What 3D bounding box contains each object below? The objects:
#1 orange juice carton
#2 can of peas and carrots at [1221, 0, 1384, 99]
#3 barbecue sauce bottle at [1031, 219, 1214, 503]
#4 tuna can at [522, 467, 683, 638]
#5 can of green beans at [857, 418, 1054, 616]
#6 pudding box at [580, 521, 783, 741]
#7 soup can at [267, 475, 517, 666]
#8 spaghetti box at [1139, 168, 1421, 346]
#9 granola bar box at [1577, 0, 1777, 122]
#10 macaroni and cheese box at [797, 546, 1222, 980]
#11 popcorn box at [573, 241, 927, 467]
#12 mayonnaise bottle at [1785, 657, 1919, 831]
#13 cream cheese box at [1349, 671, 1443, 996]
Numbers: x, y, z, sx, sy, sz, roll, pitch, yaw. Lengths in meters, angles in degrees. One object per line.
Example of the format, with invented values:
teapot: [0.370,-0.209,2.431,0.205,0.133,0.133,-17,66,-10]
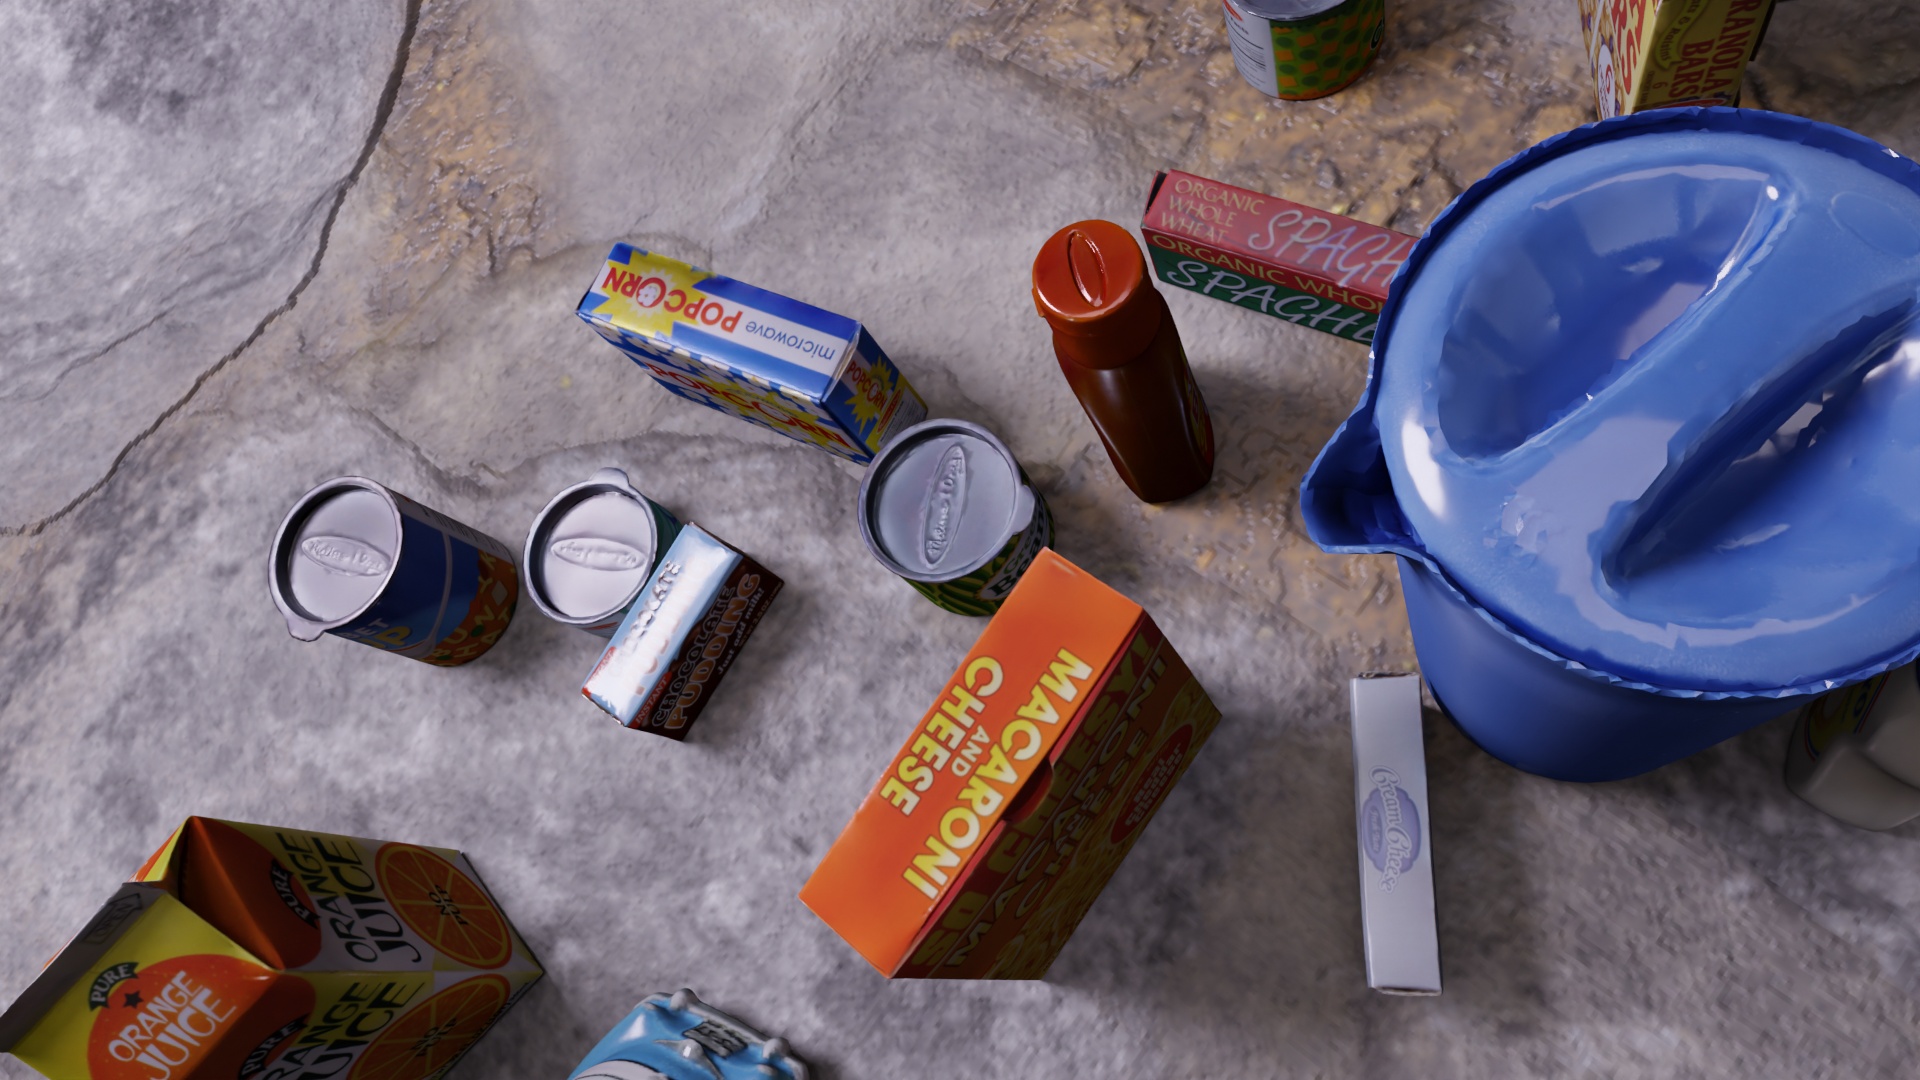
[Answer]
orange juice carton: [-0.247,0.155,0.504,0.072,0.192,0.073,-46,66,0]
can of peas and carrots: [0.145,-0.228,0.578,0.071,0.058,0.071,-5,72,16]
barbecue sauce bottle: [0.060,-0.064,0.503,0.043,0.148,0.065,-18,69,12]
tuna can: [-0.154,0.006,0.610,0.071,0.032,0.071,-5,72,16]
can of green beans: [0.000,-0.008,0.553,0.071,0.057,0.071,-5,72,16]
pudding box: [-0.115,0.039,0.578,0.030,0.049,0.084,30,84,23]
soup can: [-0.246,0.018,0.607,0.071,0.083,0.071,-5,72,16]
spaghetti box: [0.186,-0.087,0.524,0.250,0.050,0.029,22,81,22]
granola bar box: [0.255,-0.234,0.510,0.039,0.124,0.166,-6,72,16]
macaroni and cheese box: [0.028,0.083,0.456,0.040,0.166,0.124,33,85,24]
popcorn box: [-0.086,-0.076,0.587,0.127,0.085,0.038,21,81,22]
mayonnaise bottle: [0.282,0.046,0.398,0.041,0.148,0.065,28,83,23]
cream cheese box: [0.148,0.100,0.474,0.024,0.053,0.104,-4,72,16]
